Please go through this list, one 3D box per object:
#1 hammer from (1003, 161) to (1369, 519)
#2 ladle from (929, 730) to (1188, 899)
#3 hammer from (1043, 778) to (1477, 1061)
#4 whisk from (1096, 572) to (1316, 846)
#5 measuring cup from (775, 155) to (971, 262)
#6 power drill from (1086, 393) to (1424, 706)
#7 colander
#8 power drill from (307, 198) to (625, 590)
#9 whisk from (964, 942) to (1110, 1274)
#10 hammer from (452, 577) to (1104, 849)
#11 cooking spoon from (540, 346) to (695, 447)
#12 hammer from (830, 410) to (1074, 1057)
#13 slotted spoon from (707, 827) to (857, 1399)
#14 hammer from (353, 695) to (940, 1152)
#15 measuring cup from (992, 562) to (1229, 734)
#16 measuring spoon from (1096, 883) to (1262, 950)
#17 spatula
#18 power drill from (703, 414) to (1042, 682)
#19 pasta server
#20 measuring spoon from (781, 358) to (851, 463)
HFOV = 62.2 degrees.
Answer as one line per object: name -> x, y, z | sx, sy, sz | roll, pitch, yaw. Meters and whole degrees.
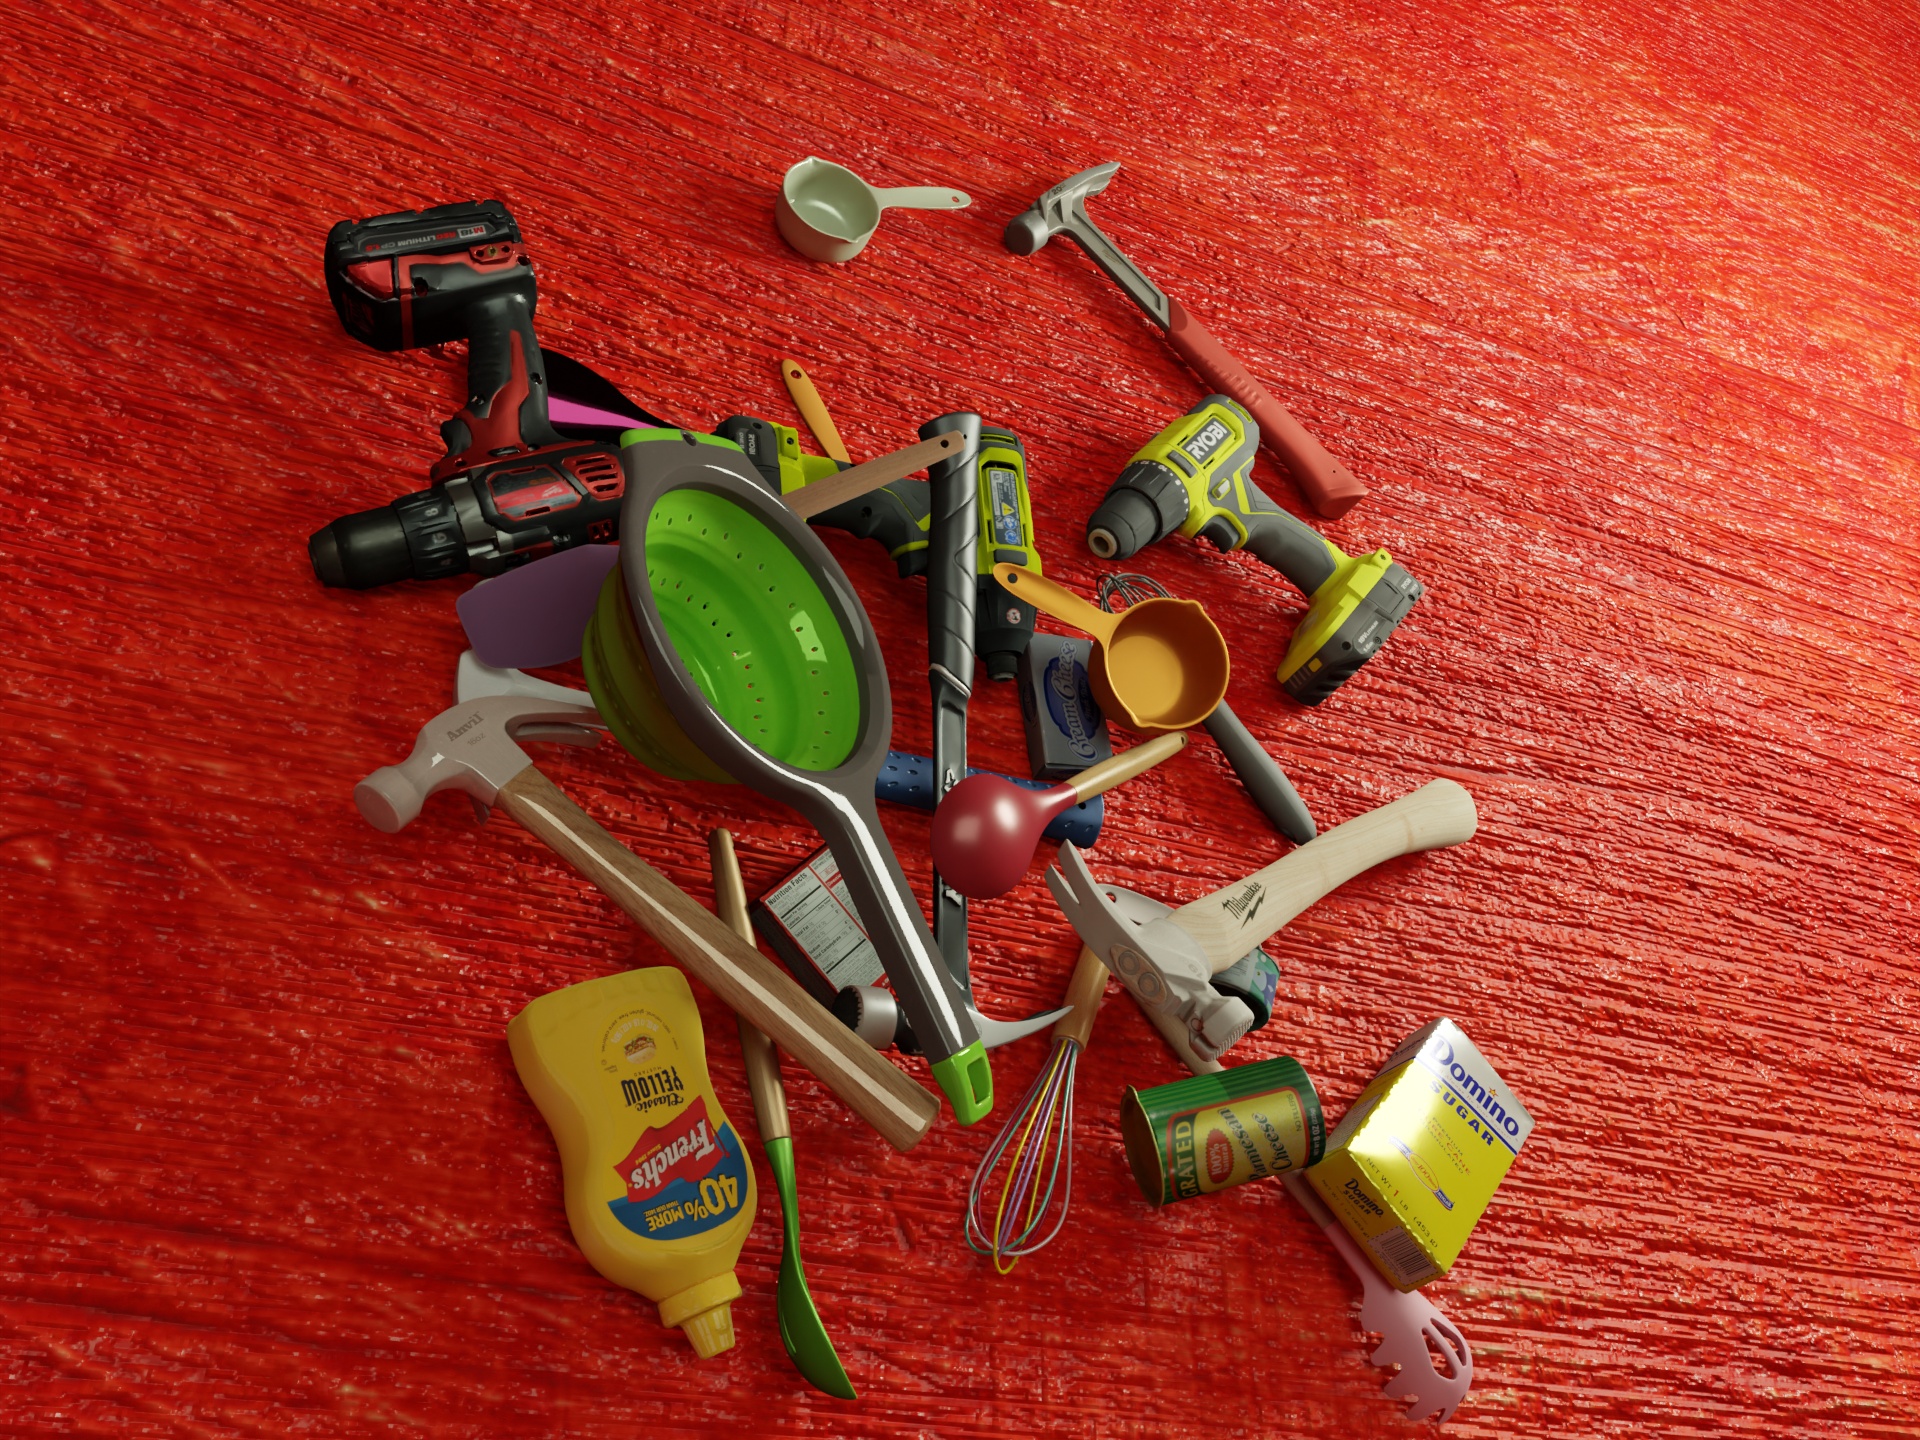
hammer -> 0.201, -0.307, 1.304 | 0.359, 0.036, 0.149 | 46, 53, 4
ladle -> 0.076, 0.042, 0.980 | 0.315, 0.031, 0.069 | -20, 97, -58
hammer -> 0.223, 0.091, 1.034 | 0.410, 0.038, 0.146 | -17, 55, -47
whisk -> 0.172, -0.009, 1.115 | 0.055, 0.055, 0.239 | -35, 87, -37
measuring cup -> -0.066, -0.386, 1.213 | 0.167, 0.038, 0.083 | -14, 70, -34
power drill -> 0.213, -0.122, 1.180 | 0.228, 0.080, 0.190 | 43, 52, 4
colander -> -0.101, 0.039, 0.850 | 0.204, 0.094, 0.397 | -11, 74, -63
power drill -> -0.311, -0.186, 0.945 | 0.188, 0.080, 0.227 | -18, 75, -22
whisk -> 0.056, 0.211, 0.935 | 0.047, 0.051, 0.245 | 46, 45, -23
hammer -> -0.100, 0.026, 0.959 | 0.405, 0.035, 0.144 | 13, 57, -20
cooking spoon -> -0.160, -0.178, 1.055 | 0.318, 0.017, 0.069 | 19, 59, -17
hammer -> -0.002, -0.003, 0.960 | 0.149, 0.036, 0.409 | 13, 68, -32
slotted spoon -> -0.103, 0.200, 0.848 | 0.031, 0.070, 0.314 | -12, 63, -7
hammer -> -0.145, 0.105, 0.828 | 0.331, 0.031, 0.130 | 39, 43, 2
measuring cup -> 0.092, -0.054, 1.052 | 0.173, 0.052, 0.095 | 28, 75, -7
measuring spoon -> 0.138, 0.136, 1.034 | 0.124, 0.018, 0.034 | 23, 54, -5
spatula -> -0.136, -0.107, 0.930 | 0.316, 0.018, 0.060 | -25, 90, -17
power drill -> -0.053, -0.112, 1.029 | 0.223, 0.080, 0.171 | 2, 74, -27
pasta server -> 0.204, 0.286, 0.973 | 0.060, 0.040, 0.316 | -31, 75, -36
measuring spoon -> -0.095, -0.208, 1.110 | 0.021, 0.011, 0.117 | -19, 73, -34
